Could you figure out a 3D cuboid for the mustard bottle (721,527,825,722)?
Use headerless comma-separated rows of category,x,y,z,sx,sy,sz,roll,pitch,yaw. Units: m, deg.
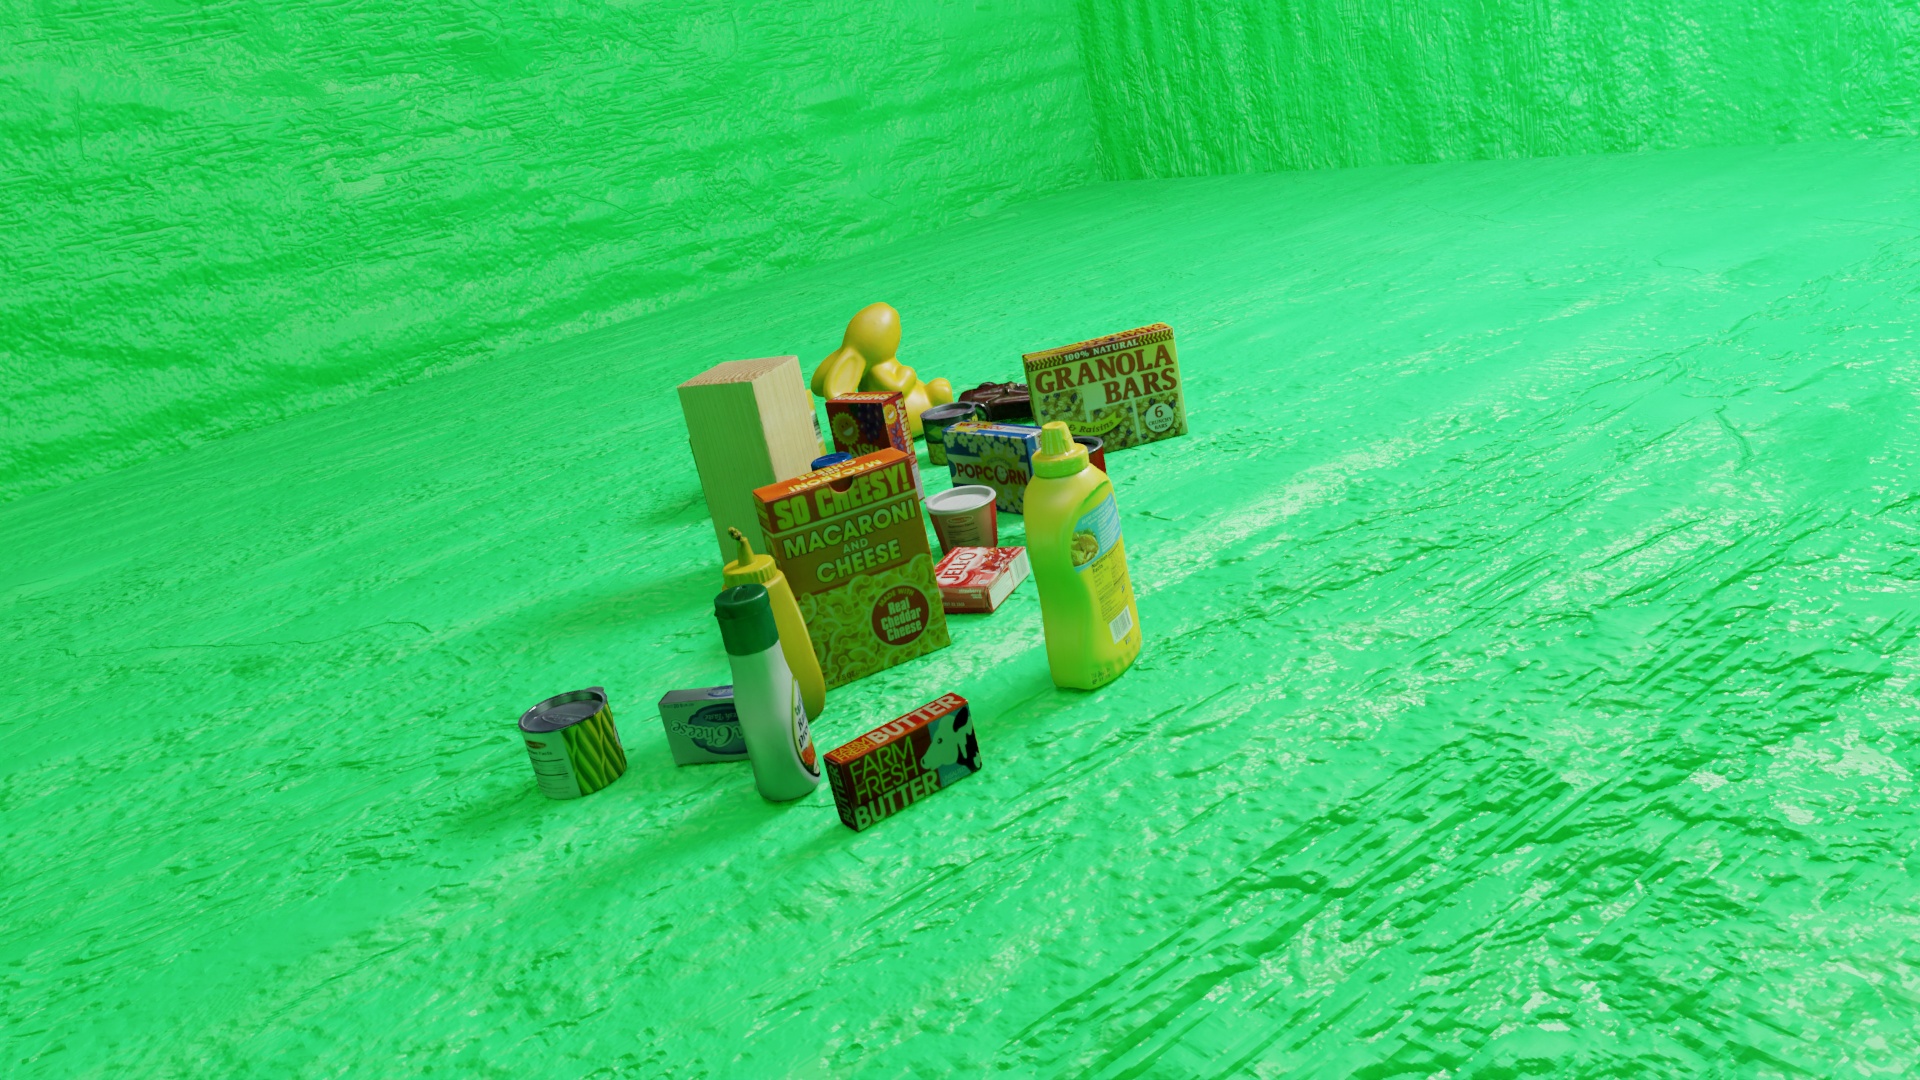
mustard bottle,-0.146,0.063,1.042,0.065,0.159,0.049,6,26,42

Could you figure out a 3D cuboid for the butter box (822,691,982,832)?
butter box,-0.036,0.145,0.912,0.104,0.053,0.024,-23,22,-28

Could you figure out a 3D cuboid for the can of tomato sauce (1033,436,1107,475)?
can of tomato sauce,0.108,-0.049,1.317,0.071,0.082,0.071,-11,19,4

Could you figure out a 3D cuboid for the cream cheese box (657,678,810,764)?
cream cheese box,-0.165,0.133,1.017,0.104,0.053,0.024,-7,20,14

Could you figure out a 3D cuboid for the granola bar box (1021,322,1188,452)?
granola bar box,0.160,-0.162,1.538,0.166,0.123,0.039,-14,19,-5

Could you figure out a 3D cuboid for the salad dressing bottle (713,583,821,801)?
salad dressing bottle,-0.132,0.103,0.942,0.044,0.147,0.064,-11,19,2

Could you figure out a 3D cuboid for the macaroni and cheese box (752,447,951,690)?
macaroni and cheese box,-0.084,0.024,1.105,0.124,0.165,0.040,-19,20,-20

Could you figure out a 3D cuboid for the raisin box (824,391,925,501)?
raisin box,-0.092,-0.098,1.510,0.086,0.123,0.040,4,25,38

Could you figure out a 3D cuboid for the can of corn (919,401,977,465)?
can of corn,-0.008,-0.126,1.634,0.071,0.058,0.071,-11,19,4

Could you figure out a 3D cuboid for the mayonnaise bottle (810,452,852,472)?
mayonnaise bottle,-0.096,-0.002,1.209,0.065,0.147,0.041,-10,19,6

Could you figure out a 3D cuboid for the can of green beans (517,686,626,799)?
can of green beans,-0.288,0.151,1.033,0.071,0.057,0.071,-11,19,4

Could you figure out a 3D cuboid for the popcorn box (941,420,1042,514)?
popcorn box,0.042,-0.075,1.426,0.038,0.085,0.126,-27,24,-37

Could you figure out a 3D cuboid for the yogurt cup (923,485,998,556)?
yogurt cup,0.005,-0.017,1.332,0.072,0.053,0.072,-11,19,4
